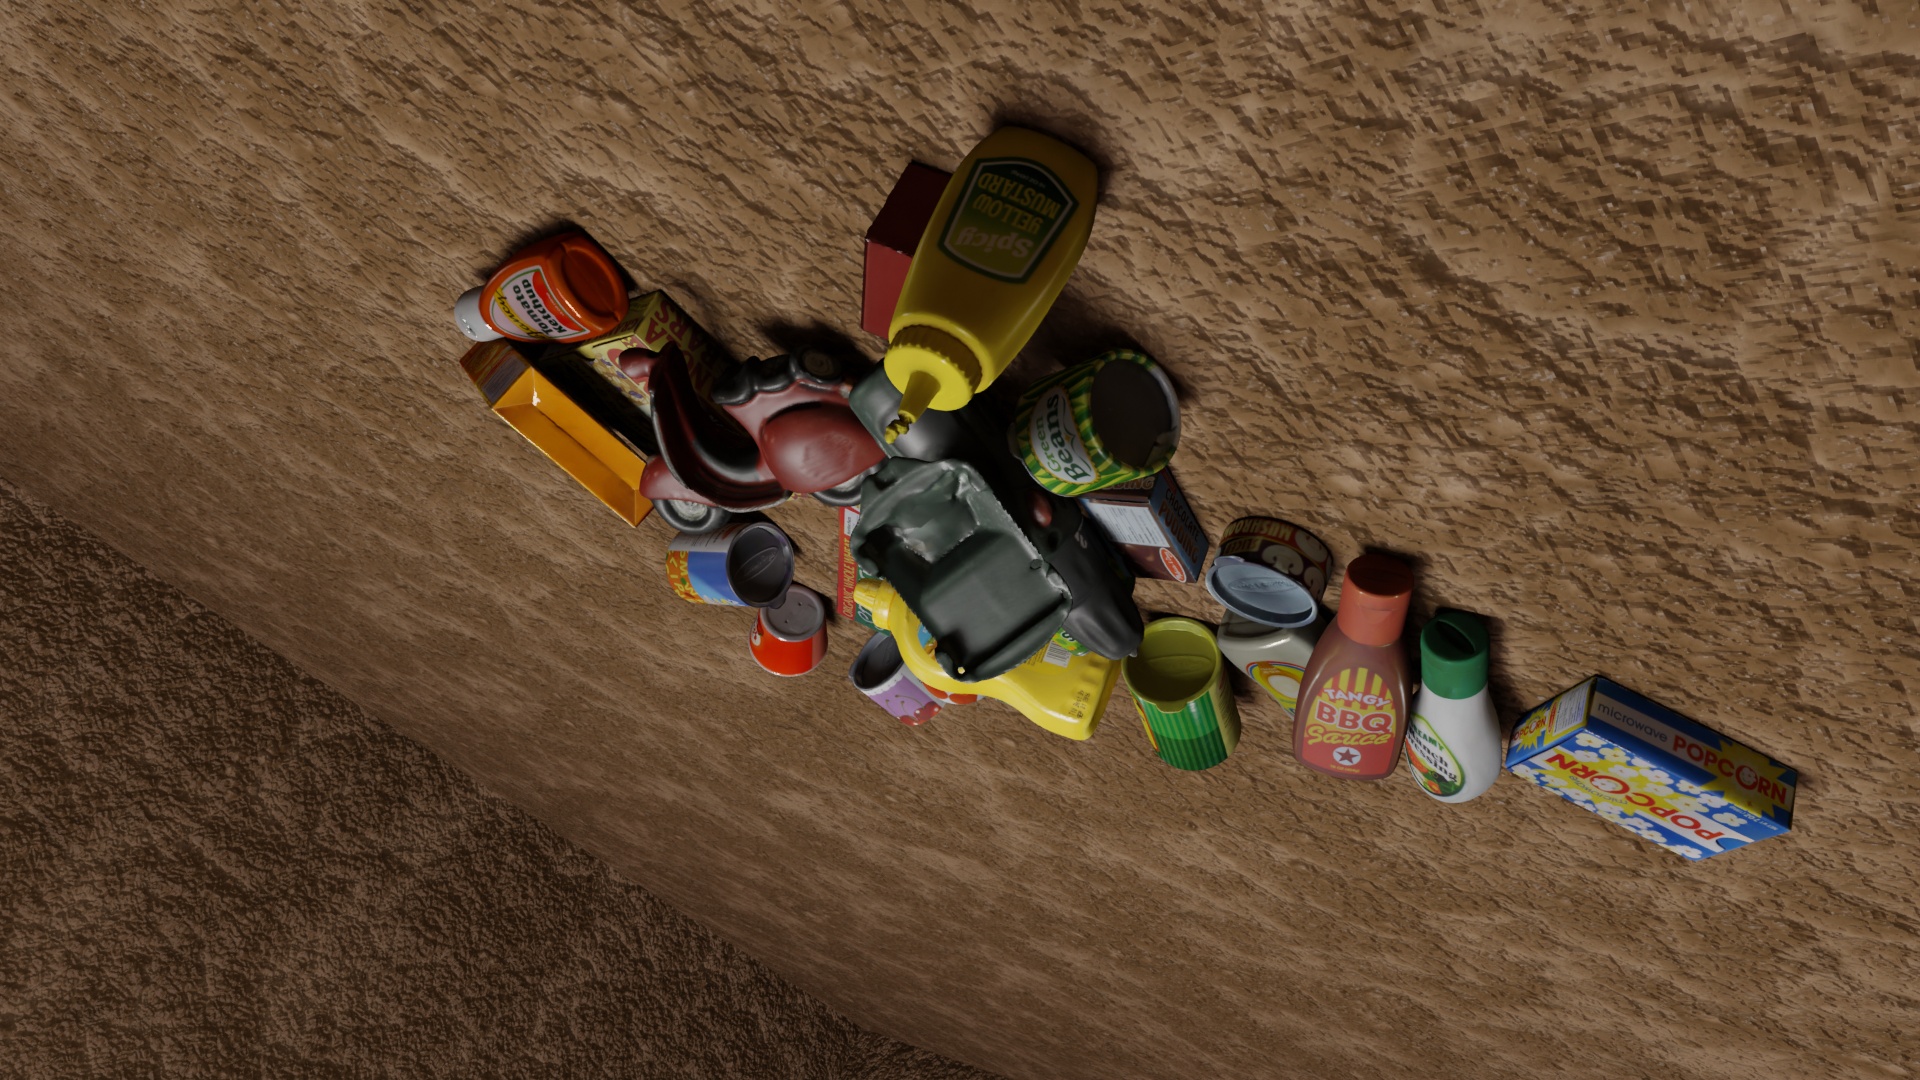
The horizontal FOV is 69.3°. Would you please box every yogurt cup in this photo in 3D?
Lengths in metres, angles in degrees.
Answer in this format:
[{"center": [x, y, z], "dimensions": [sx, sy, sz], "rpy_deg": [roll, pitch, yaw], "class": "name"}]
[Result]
[{"center": [-0.143, 0.073, 1.166], "dimensions": [0.072, 0.073, 0.053], "rpy_deg": [25, 146, 4], "class": "yogurt cup"}]

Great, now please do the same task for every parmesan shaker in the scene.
[{"center": [0.151, 0.108, 0.942], "dimensions": [0.071, 0.071, 0.102], "rpy_deg": [13, 151, 27], "class": "parmesan shaker"}]

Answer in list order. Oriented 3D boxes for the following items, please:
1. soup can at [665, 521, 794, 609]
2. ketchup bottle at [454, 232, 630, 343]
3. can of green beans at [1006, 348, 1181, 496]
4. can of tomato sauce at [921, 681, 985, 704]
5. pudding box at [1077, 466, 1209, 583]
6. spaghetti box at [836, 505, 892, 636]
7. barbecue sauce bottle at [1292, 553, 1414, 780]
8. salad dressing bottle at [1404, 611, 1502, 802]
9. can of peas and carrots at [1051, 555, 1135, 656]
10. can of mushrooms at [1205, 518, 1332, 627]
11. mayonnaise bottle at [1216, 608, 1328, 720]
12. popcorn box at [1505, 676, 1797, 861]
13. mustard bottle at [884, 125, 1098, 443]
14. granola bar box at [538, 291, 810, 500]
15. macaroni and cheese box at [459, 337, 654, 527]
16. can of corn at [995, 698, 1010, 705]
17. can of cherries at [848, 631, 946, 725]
[{"center": [-0.182, 0.021, 1.097], "dimensions": [0.083, 0.071, 0.071], "rpy_deg": [0, 143, 44], "class": "soup can"}, {"center": [-0.273, -0.154, 0.887], "dimensions": [0.148, 0.044, 0.064], "rpy_deg": [-2, 131, 46], "class": "ketchup bottle"}, {"center": [0.070, -0.060, 0.712], "dimensions": [0.071, 0.071, 0.057], "rpy_deg": [39, 151, -23], "class": "can of green beans"}, {"center": [-0.002, 0.077, 1.035], "dimensions": [0.071, 0.071, 0.082], "rpy_deg": [22, 154, 10], "class": "can of tomato sauce"}, {"center": [0.107, -0.011, 0.811], "dimensions": [0.049, 0.030, 0.083], "rpy_deg": [5, 147, 36], "class": "pudding box"}, {"center": [-0.061, 0.003, 0.997], "dimensions": [0.050, 0.029, 0.249], "rpy_deg": [24, 154, 6], "class": "spaghetti box"}, {"center": [0.230, 0.074, 0.796], "dimensions": [0.065, 0.044, 0.147], "rpy_deg": [9, 132, 14], "class": "barbecue sauce bottle"}, {"center": [0.290, 0.099, 0.819], "dimensions": [0.064, 0.044, 0.147], "rpy_deg": [52, 168, 42], "class": "salad dressing bottle"}, {"center": [0.068, 0.032, 0.881], "dimensions": [0.058, 0.071, 0.070], "rpy_deg": [34, 153, -13], "class": "can of peas and carrots"}, {"center": [0.176, 0.017, 0.795], "dimensions": [0.071, 0.033, 0.070], "rpy_deg": [22, 154, 11], "class": "can of mushrooms"}, {"center": [0.225, 0.091, 0.876], "dimensions": [0.064, 0.041, 0.148], "rpy_deg": [-11, 135, 45], "class": "mayonnaise bottle"}, {"center": [0.393, 0.132, 0.798], "dimensions": [0.127, 0.038, 0.085], "rpy_deg": [26, 153, 2], "class": "popcorn box"}, {"center": [0.007, -0.104, 0.583], "dimensions": [0.065, 0.161, 0.048], "rpy_deg": [23, 152, 5], "class": "mustard bottle"}, {"center": [-0.184, -0.088, 0.932], "dimensions": [0.124, 0.039, 0.165], "rpy_deg": [-4, 141, 46], "class": "granola bar box"}, {"center": [-0.275, -0.081, 0.954], "dimensions": [0.123, 0.040, 0.167], "rpy_deg": [45, 174, -31], "class": "macaroni and cheese box"}, {"center": [0.064, 0.093, 1.005], "dimensions": [0.058, 0.071, 0.071], "rpy_deg": [20, 153, 13], "class": "can of corn"}, {"center": [-0.047, 0.110, 1.137], "dimensions": [0.071, 0.072, 0.058], "rpy_deg": [-7, 140, 49], "class": "can of cherries"}]
